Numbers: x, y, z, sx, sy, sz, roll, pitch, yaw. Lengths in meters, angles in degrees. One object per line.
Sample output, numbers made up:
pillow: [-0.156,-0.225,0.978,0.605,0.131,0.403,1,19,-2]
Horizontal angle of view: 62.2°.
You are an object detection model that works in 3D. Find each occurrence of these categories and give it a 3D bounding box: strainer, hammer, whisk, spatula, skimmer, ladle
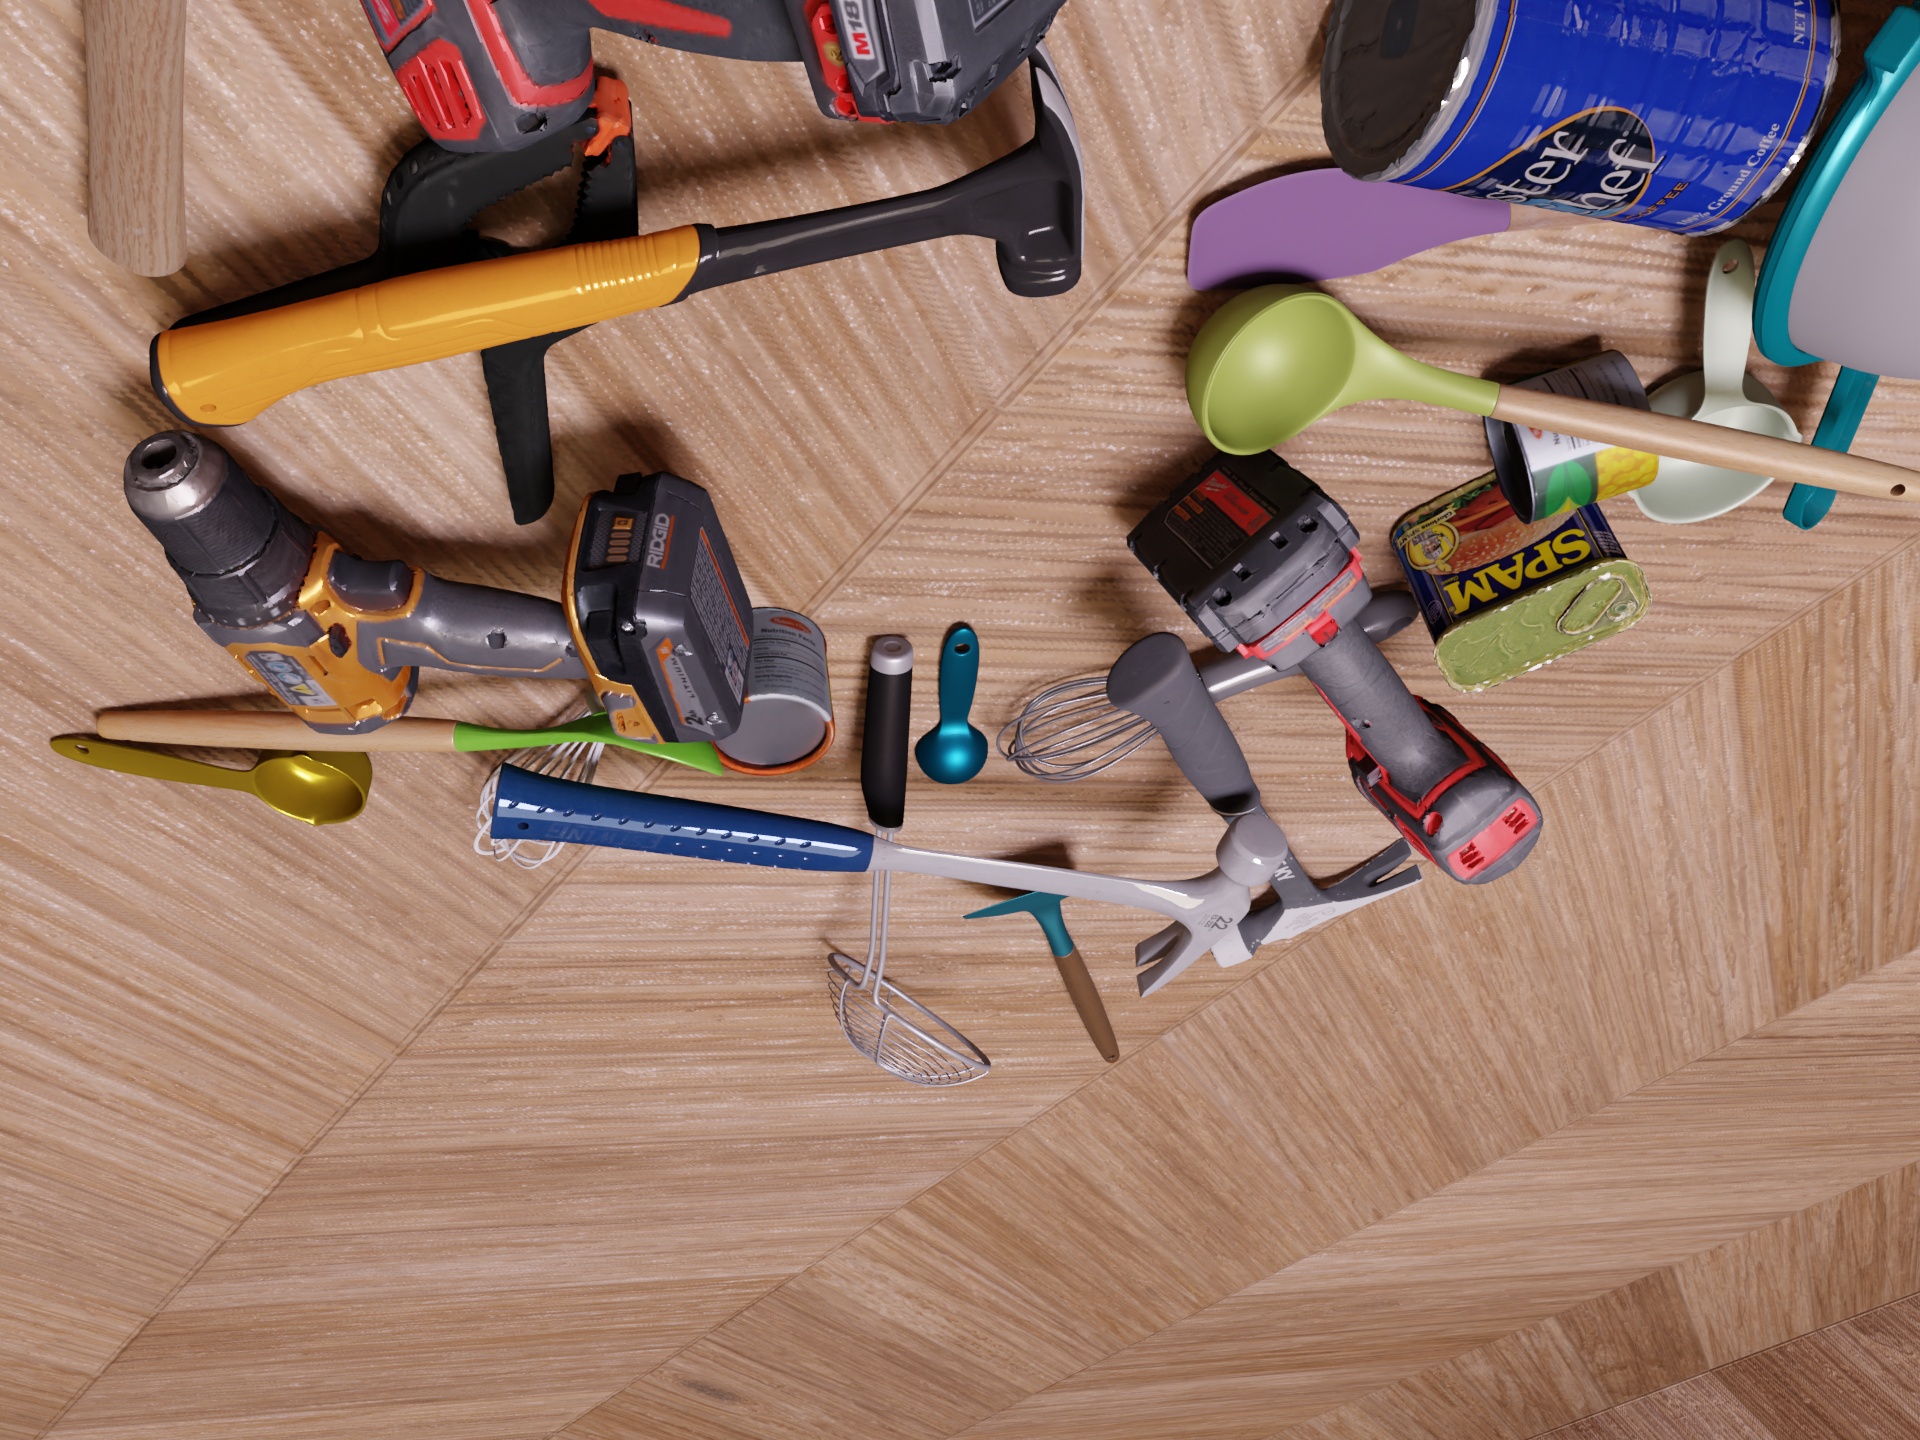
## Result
strainer: [0.412,-0.169,0.632,0.211,0.095,0.340,-37,148,-12]
hammer: [-0.122,-0.158,0.558,0.337,0.034,0.127,-12,165,2]
whisk: [0.132,-0.022,0.857,0.239,0.055,0.055,-21,140,7]
hammer: [-0.040,0.076,0.845,0.405,0.035,0.144,9,138,-14]
hammer: [-0.240,-0.258,0.456,0.130,0.031,0.331,39,140,1]
spatula: [0.076,0.177,1.090,0.082,0.044,0.317,-19,142,5]
skimmer: [-0.027,0.090,0.948,0.090,0.127,0.363,-32,141,-36]
whisk: [-0.184,-0.002,0.816,0.246,0.058,0.059,-45,164,32]
ladle: [0.254,-0.124,0.676,0.320,0.062,0.078,12,133,2]
spatula: [0.251,-0.215,0.660,0.316,0.018,0.059,-7,148,-3]
hammer: [0.167,0.051,0.911,0.149,0.036,0.408,-23,149,13]

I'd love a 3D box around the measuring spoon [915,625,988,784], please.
measuring spoon: [-0.001,-0.003,0.866,0.042,0.021,0.128,-4,143,-7]

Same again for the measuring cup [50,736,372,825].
measuring cup: [-0.381,0.018,0.816,0.156,0.029,0.062,10,140,-6]

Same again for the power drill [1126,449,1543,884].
power drill: [0.182,-0.025,0.762,0.078,0.143,0.219,-41,117,8]

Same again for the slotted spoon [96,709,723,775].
slotted spoon: [-0.270,0.006,0.774,0.314,0.031,0.070,2,175,5]

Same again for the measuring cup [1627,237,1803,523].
measuring cup: [0.344,-0.161,0.734,0.083,0.038,0.167,-16,139,8]

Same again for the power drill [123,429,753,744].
power drill: [-0.217,-0.057,0.673,0.226,0.084,0.185,1,152,7]

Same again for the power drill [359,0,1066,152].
power drill: [-0.097,-0.250,0.430,0.227,0.080,0.187,12,138,28]
